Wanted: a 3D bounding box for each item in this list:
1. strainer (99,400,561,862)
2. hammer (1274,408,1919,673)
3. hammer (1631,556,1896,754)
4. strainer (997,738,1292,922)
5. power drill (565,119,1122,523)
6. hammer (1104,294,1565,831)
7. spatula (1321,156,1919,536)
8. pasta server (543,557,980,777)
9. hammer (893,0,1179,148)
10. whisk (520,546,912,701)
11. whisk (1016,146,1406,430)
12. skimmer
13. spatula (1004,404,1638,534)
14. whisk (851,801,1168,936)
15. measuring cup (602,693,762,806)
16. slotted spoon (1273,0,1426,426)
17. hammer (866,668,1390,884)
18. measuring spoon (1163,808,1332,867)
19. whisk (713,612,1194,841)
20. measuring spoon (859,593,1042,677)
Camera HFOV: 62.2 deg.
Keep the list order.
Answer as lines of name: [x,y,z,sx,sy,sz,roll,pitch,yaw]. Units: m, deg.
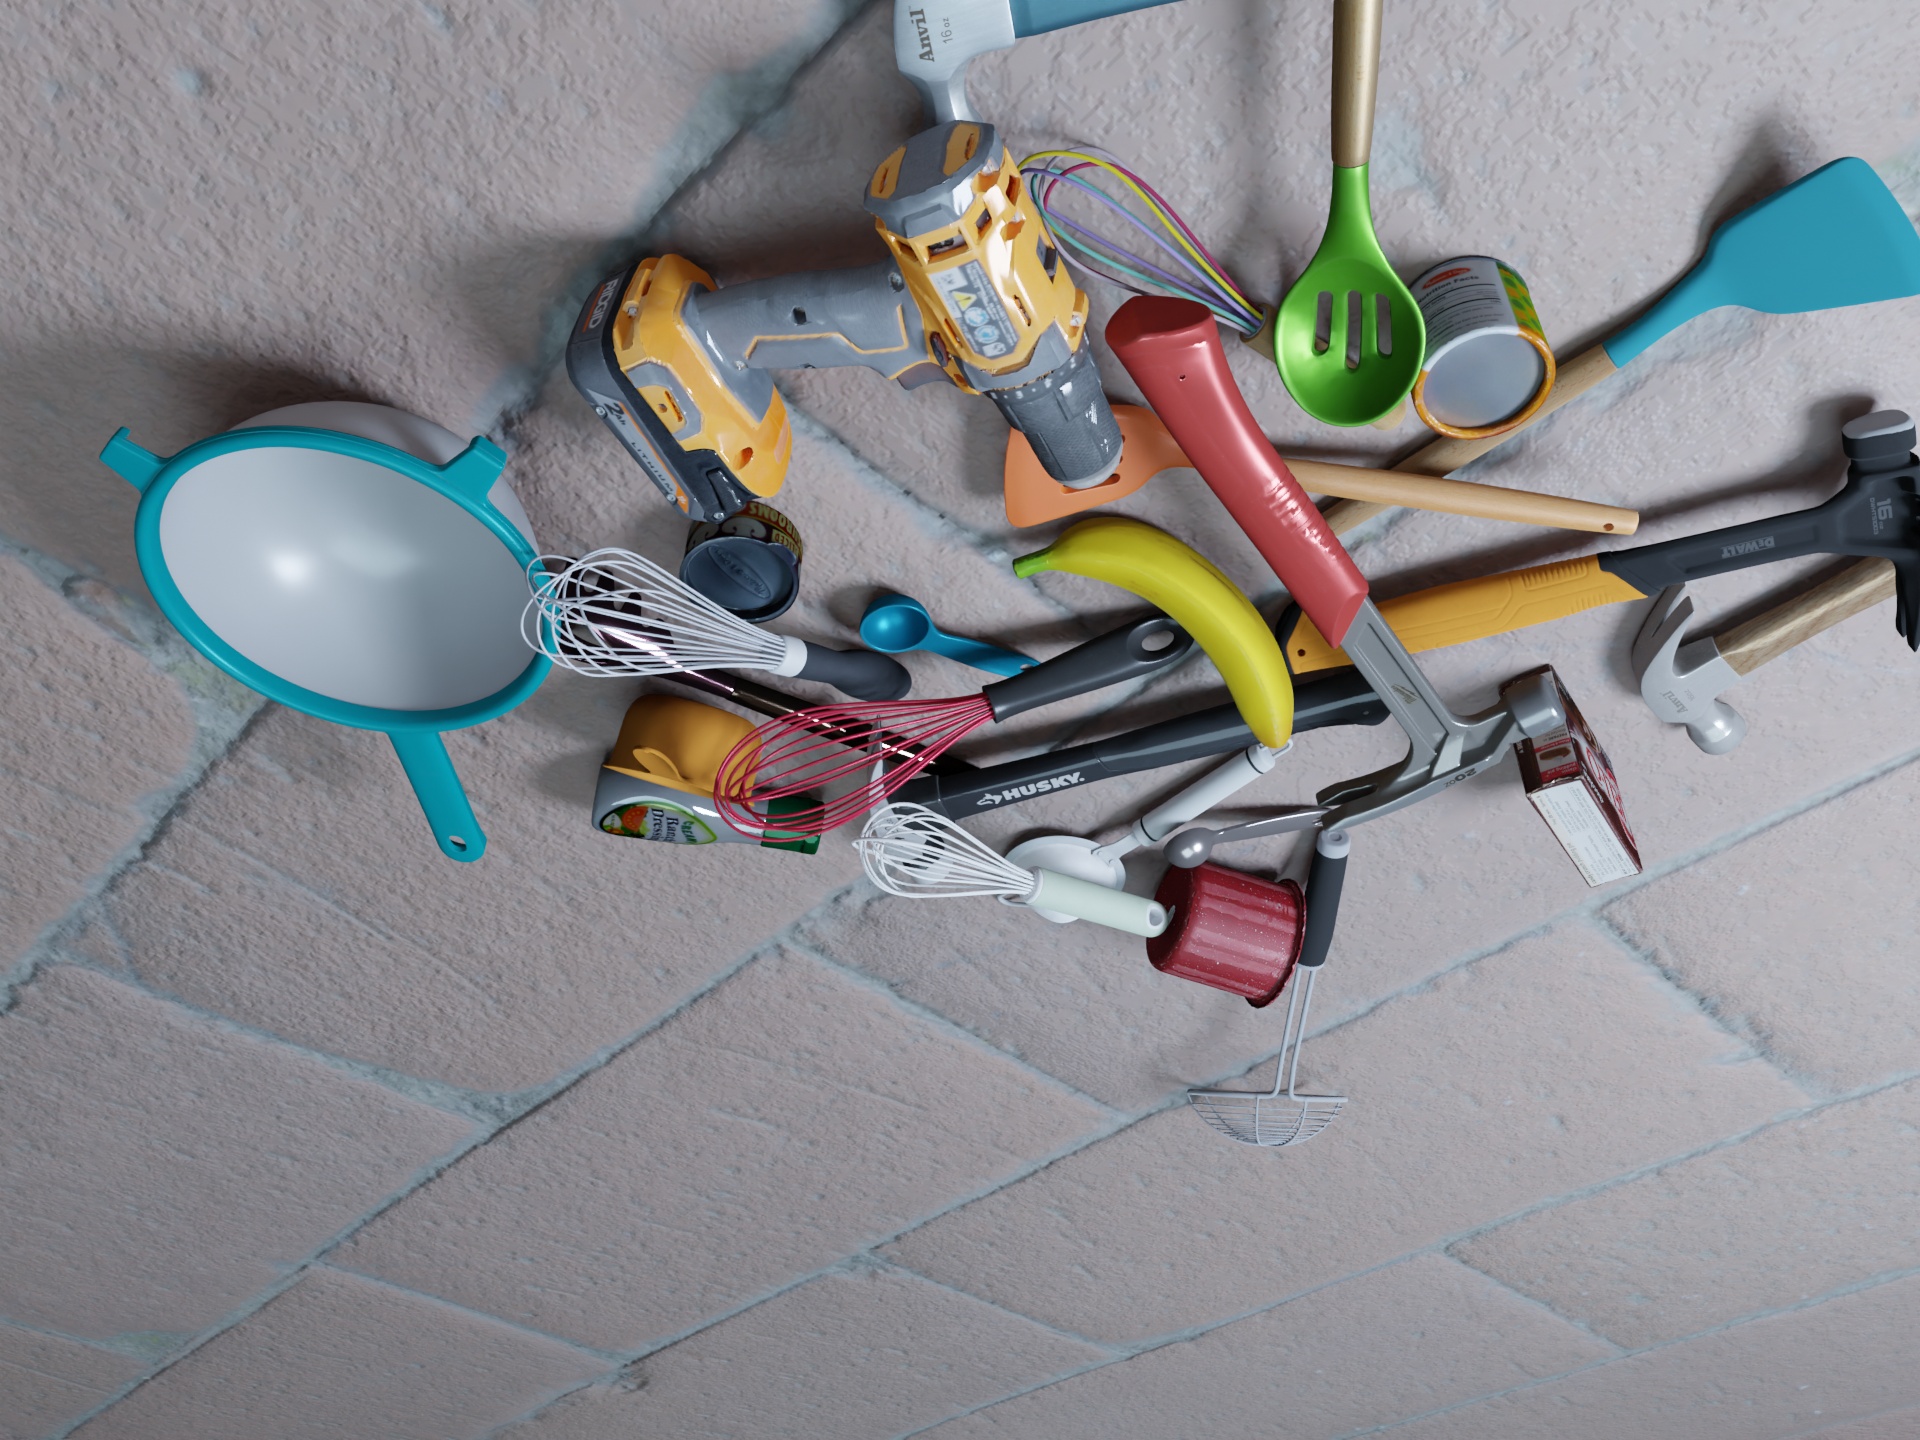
strainer: [-0.307,-0.053,0.886,0.211,0.095,0.340,2,140,3]
hammer: [0.343,-0.068,0.876,0.337,0.034,0.127,-12,113,19]
hammer: [0.528,-0.093,0.871,0.130,0.031,0.331,33,129,-31]
strainer: [0.117,0.079,1.065,0.086,0.050,0.258,35,124,-28]
power drill: [-0.045,-0.162,0.751,0.226,0.084,0.185,-12,137,25]
hammer: [0.174,-0.073,0.817,0.149,0.037,0.358,-28,128,24]
spatula: [0.300,-0.162,0.790,0.317,0.044,0.082,-32,121,33]
pasta server: [-0.116,-0.017,0.974,0.316,0.040,0.060,21,134,-26]
hammer: [0.133,-0.310,0.638,0.331,0.033,0.128,-8,138,9]
whisk: [-0.119,-0.042,0.863,0.070,0.070,0.284,-30,156,29]
whisk: [0.126,-0.200,0.754,0.244,0.051,0.047,24,127,-28]
skimmer: [0.250,0.203,1.207,0.127,0.090,0.363,3,128,2]
spatula: [0.185,-0.119,0.822,0.322,0.041,0.081,9,138,6]
whisk: [0.038,0.104,1.019,0.246,0.058,0.059,19,162,-31]
measuring cup: [-0.163,0.009,0.928,0.095,0.052,0.173,15,170,1]
slotted spoon: [0.164,-0.255,0.656,0.070,0.031,0.313,10,141,19]
hammer: [0.101,0.017,0.982,0.335,0.035,0.146,-15,140,11]
measuring spoon: [0.195,0.078,1.053,0.124,0.018,0.034,-11,144,-12]
whisk: [-0.001,-0.003,0.916,0.296,0.073,0.073,-21,137,-5]
measuring spoon: [-0.002,-0.050,0.946,0.128,0.021,0.042,16,137,-29]
